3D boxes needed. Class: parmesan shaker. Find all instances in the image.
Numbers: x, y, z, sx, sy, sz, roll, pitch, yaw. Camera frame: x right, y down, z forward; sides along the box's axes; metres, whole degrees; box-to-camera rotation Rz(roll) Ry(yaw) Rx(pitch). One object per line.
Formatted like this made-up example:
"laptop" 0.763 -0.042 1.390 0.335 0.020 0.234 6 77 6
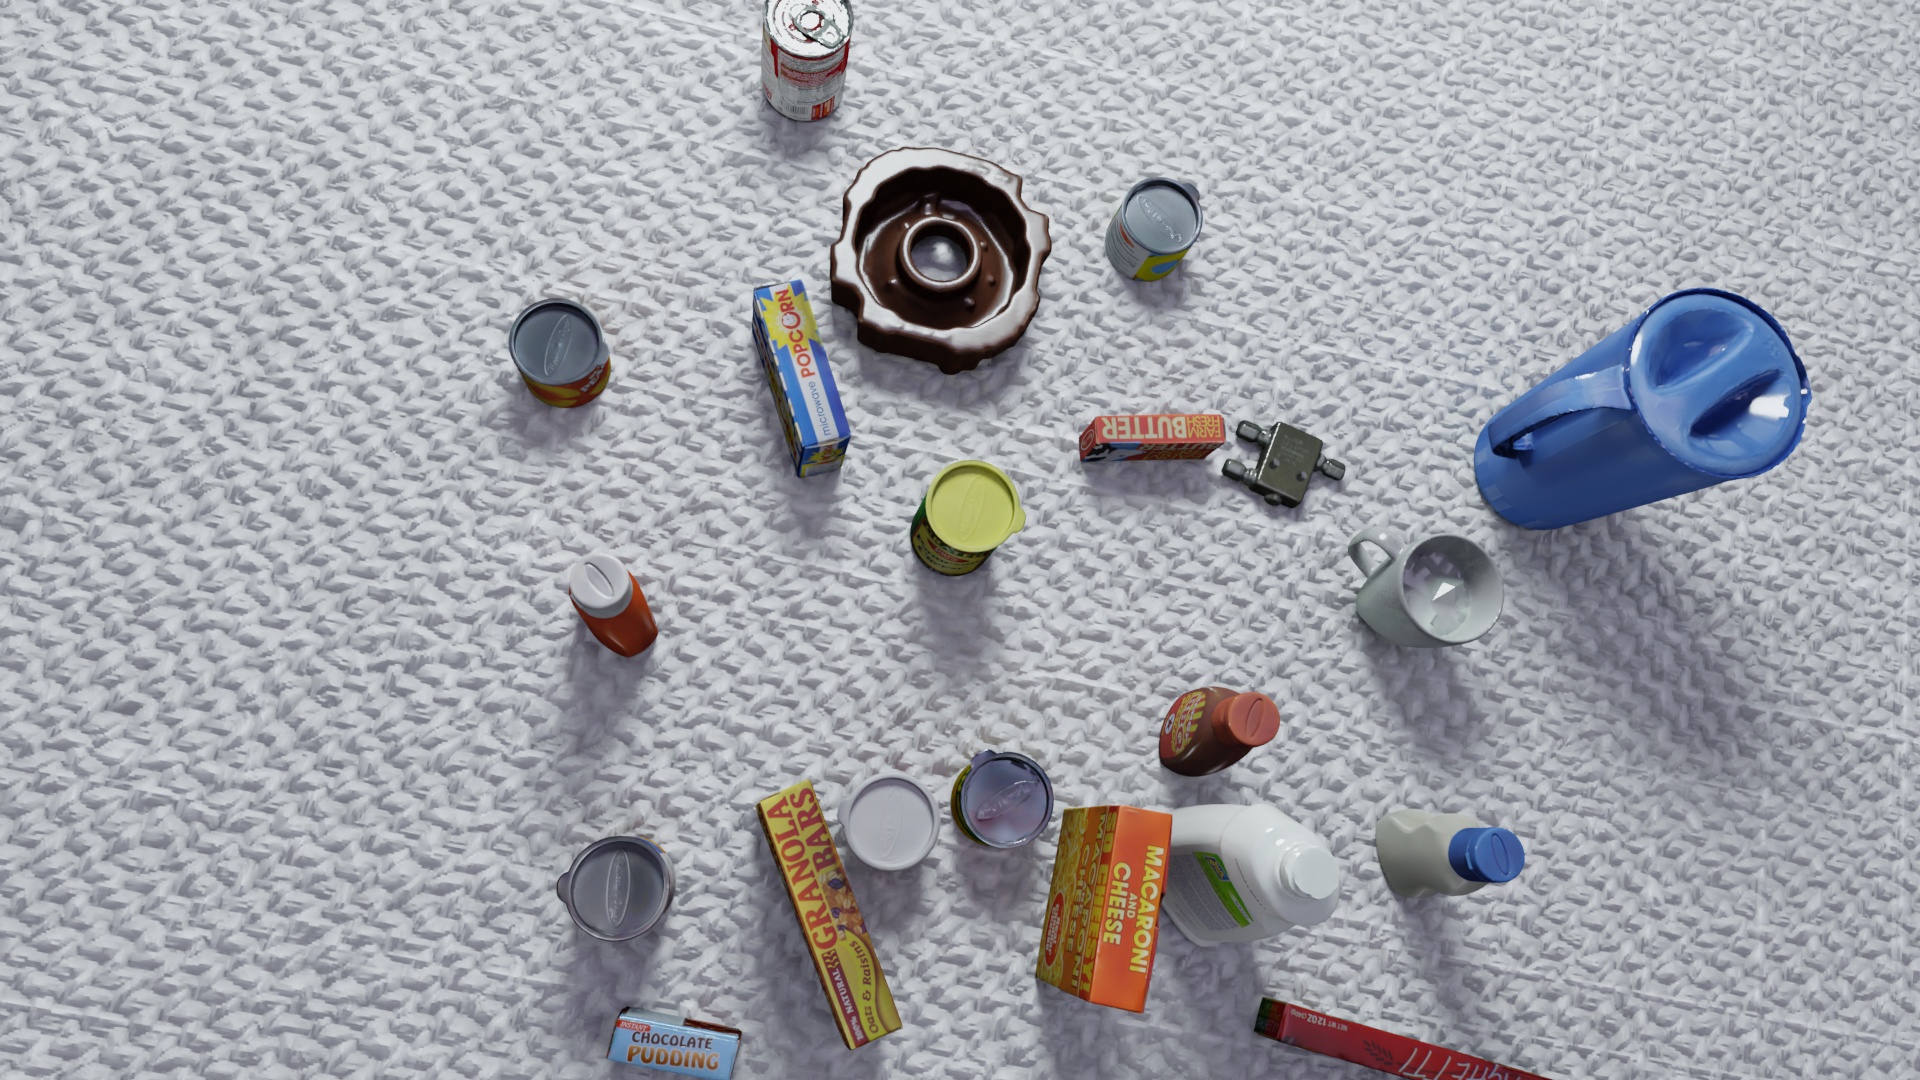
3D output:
"parmesan shaker" 0.004 -0.013 1.011 0.071 0.103 0.071 2 78 -8

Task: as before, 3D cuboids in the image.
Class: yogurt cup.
"yogurt cup" -0.051 0.199 0.980 0.072 0.054 0.072 2 77 -8

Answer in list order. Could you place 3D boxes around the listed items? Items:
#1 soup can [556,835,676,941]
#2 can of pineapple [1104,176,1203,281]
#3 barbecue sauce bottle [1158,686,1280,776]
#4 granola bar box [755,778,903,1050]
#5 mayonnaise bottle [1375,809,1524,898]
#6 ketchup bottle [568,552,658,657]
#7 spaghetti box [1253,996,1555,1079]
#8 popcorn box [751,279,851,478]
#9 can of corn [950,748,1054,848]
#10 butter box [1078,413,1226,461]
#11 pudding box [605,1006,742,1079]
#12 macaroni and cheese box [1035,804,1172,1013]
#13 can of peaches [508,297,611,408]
"soup can" -0.228 0.231 0.930 0.071 0.083 0.071 2 78 -8
"can of pineapple" 0.155 -0.249 1.111 0.071 0.057 0.071 2 77 -8
"barbecue sauce bottle" 0.183 0.132 0.983 0.044 0.148 0.065 21 76 -4
"granola bar box" -0.091 0.246 0.927 0.039 0.124 0.165 -20 82 -12
"mayonnaise bottle" 0.346 0.223 0.988 0.041 0.147 0.065 -11 80 -11
"ketchup bottle" -0.237 0.041 0.938 0.043 0.148 0.065 -40 86 -14
"spaghetti box" 0.338 0.378 1.003 0.250 0.050 0.029 17 76 -5
"popcorn box" -0.119 -0.118 1.025 0.038 0.085 0.127 -16 81 -12
"can of corn" 0.027 0.184 0.994 0.071 0.058 0.071 2 77 -8
"butter box" 0.148 -0.079 1.074 0.103 0.053 0.024 -2 78 -9
"pudding box" -0.190 0.337 0.930 0.084 0.049 0.030 13 76 -6
"macaroni and cheese box" 0.095 0.243 0.935 0.040 0.166 0.124 13 76 -6
"can of peaches" -0.289 -0.135 1.016 0.071 0.058 0.071 2 77 -8
